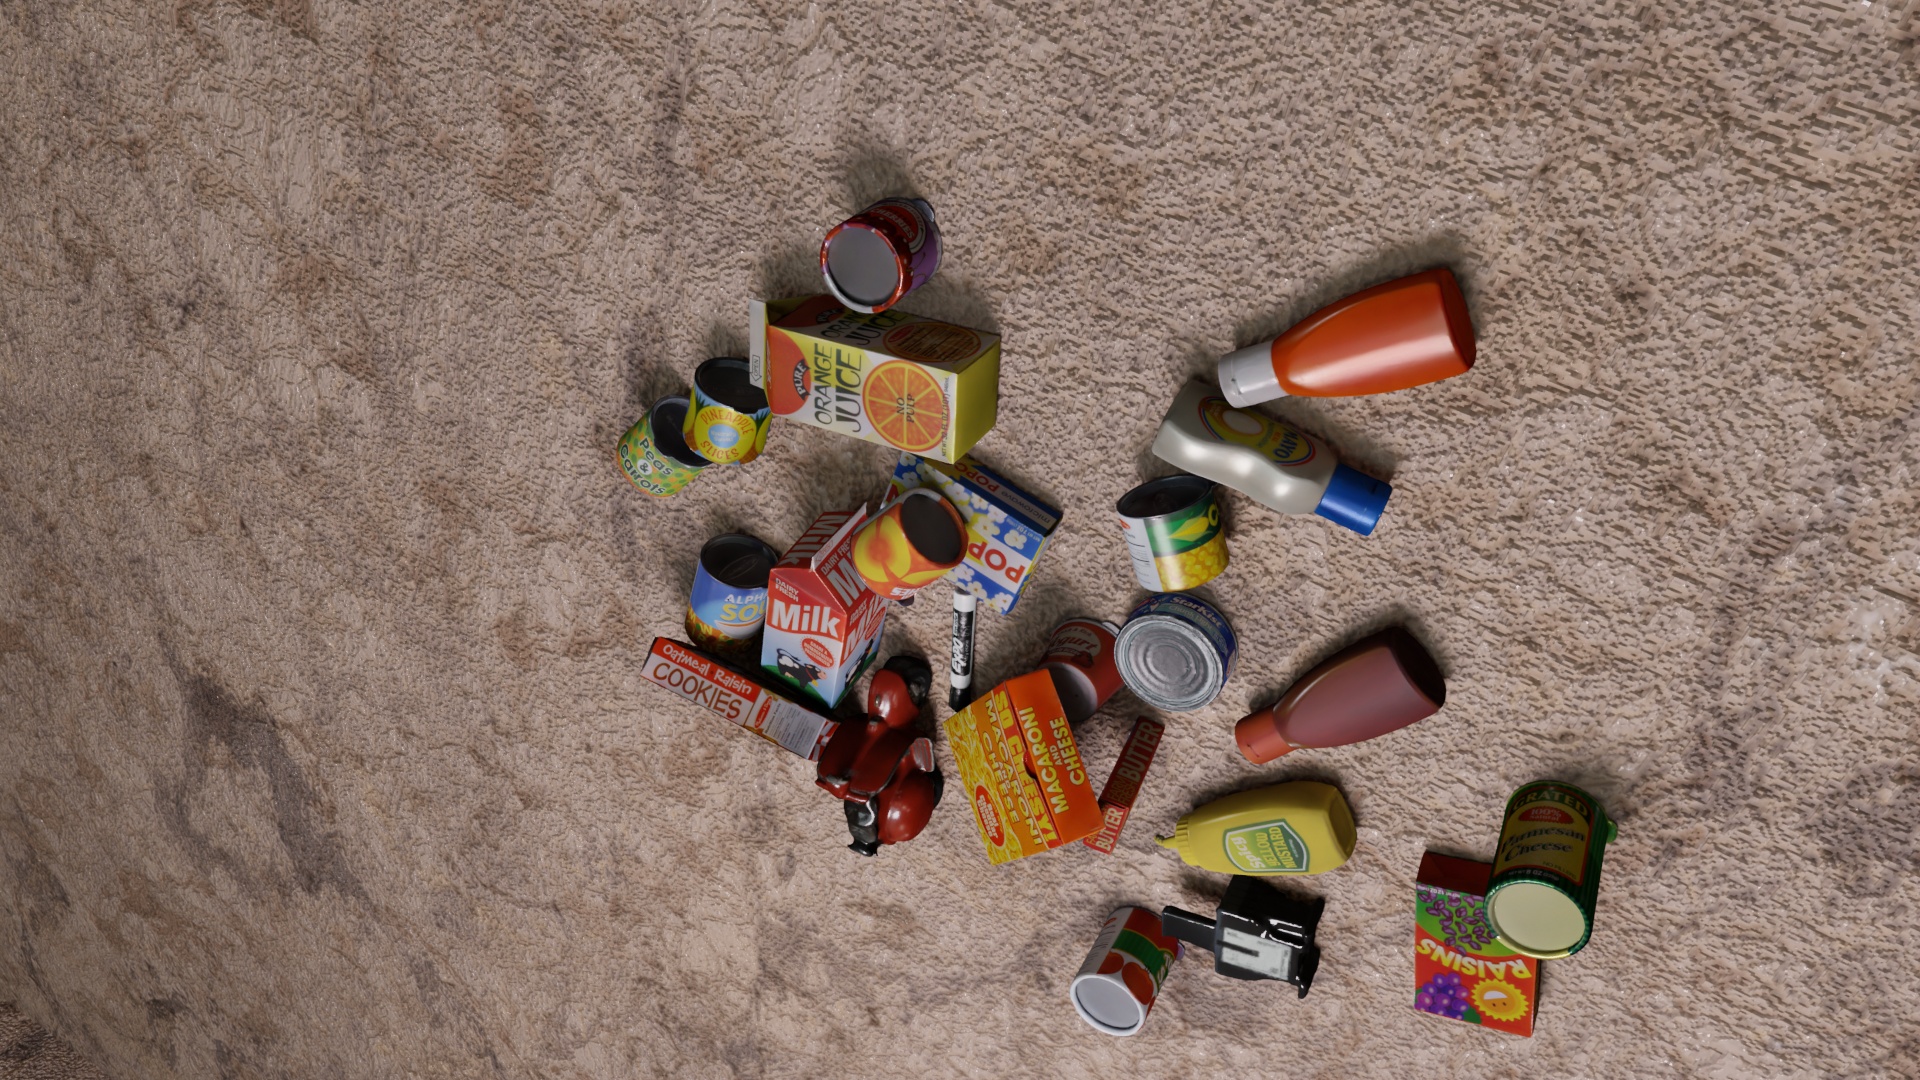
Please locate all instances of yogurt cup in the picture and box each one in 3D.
[{"bbox_3d":[0.089,0.101,1.050,0.072,0.054,0.072,15,124,23],"label":"yogurt cup"}]

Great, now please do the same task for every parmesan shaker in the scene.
[{"bbox_3d":[0.387,0.215,0.910,0.071,0.103,0.071,14,123,23],"label":"parmesan shaker"}]

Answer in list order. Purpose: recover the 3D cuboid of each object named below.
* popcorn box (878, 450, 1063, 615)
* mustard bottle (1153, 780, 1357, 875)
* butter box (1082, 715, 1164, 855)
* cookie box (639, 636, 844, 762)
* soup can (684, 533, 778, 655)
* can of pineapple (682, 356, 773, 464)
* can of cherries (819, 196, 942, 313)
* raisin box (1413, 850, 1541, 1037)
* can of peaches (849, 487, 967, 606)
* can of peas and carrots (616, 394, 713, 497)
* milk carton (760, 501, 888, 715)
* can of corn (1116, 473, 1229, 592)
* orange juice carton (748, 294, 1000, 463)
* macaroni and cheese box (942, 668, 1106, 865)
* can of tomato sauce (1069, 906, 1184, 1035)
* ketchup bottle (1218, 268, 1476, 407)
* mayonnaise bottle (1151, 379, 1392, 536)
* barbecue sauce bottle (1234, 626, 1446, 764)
[{"bbox_3d":[0.004,-0.013,1.043,0.127,0.038,0.084,33,130,10],"label":"popcorn box"},{"bbox_3d":[0.215,0.223,1.050,0.160,0.049,0.065,-17,106,36],"label":"mustard bottle"},{"bbox_3d":[0.124,0.184,1.045,0.024,0.104,0.052,23,126,12],"label":"butter box"},{"bbox_3d":[-0.174,0.138,1.188,0.167,0.123,0.040,24,84,17],"label":"cookie box"},{"bbox_3d":[-0.192,0.048,1.174,0.071,0.072,0.083,30,129,12],"label":"soup can"},{"bbox_3d":[-0.179,-0.099,1.079,0.071,0.071,0.057,31,129,11],"label":"can of pineapple"},{"bbox_3d":[-0.054,-0.198,0.955,0.071,0.059,0.071,15,124,23],"label":"can of cherries"},{"bbox_3d":[0.374,0.292,1.005,0.086,0.040,0.122,6,118,27],"label":"raisin box"},{"bbox_3d":[-0.036,0.005,1.006,0.058,0.071,0.071,-35,96,39],"label":"can of peaches"},{"bbox_3d":[-0.238,-0.075,1.127,0.058,0.071,0.071,-33,97,40],"label":"can of peas and carrots"},{"bbox_3d":[-0.104,0.049,1.091,0.073,0.073,0.189,31,142,12],"label":"milk carton"},{"bbox_3d":[0.148,-0.006,0.947,0.071,0.071,0.058,-4,115,32],"label":"can of corn"},{"bbox_3d":[-0.072,-0.123,1.000,0.193,0.073,0.071,17,124,22],"label":"orange juice carton"},{"bbox_3d":[0.043,0.176,1.054,0.166,0.040,0.124,131,121,-66],"label":"macaroni and cheese box"},{"bbox_3d":[0.138,0.358,1.152,0.071,0.083,0.070,14,123,23],"label":"can of tomato sauce"},{"bbox_3d":[0.231,-0.115,0.847,0.148,0.044,0.064,-13,109,35],"label":"ketchup bottle"},{"bbox_3d":[0.201,-0.050,0.893,0.148,0.065,0.041,26,135,10],"label":"mayonnaise bottle"},{"bbox_3d":[0.258,0.115,0.967,0.148,0.044,0.065,-34,97,40],"label":"barbecue sauce bottle"}]
